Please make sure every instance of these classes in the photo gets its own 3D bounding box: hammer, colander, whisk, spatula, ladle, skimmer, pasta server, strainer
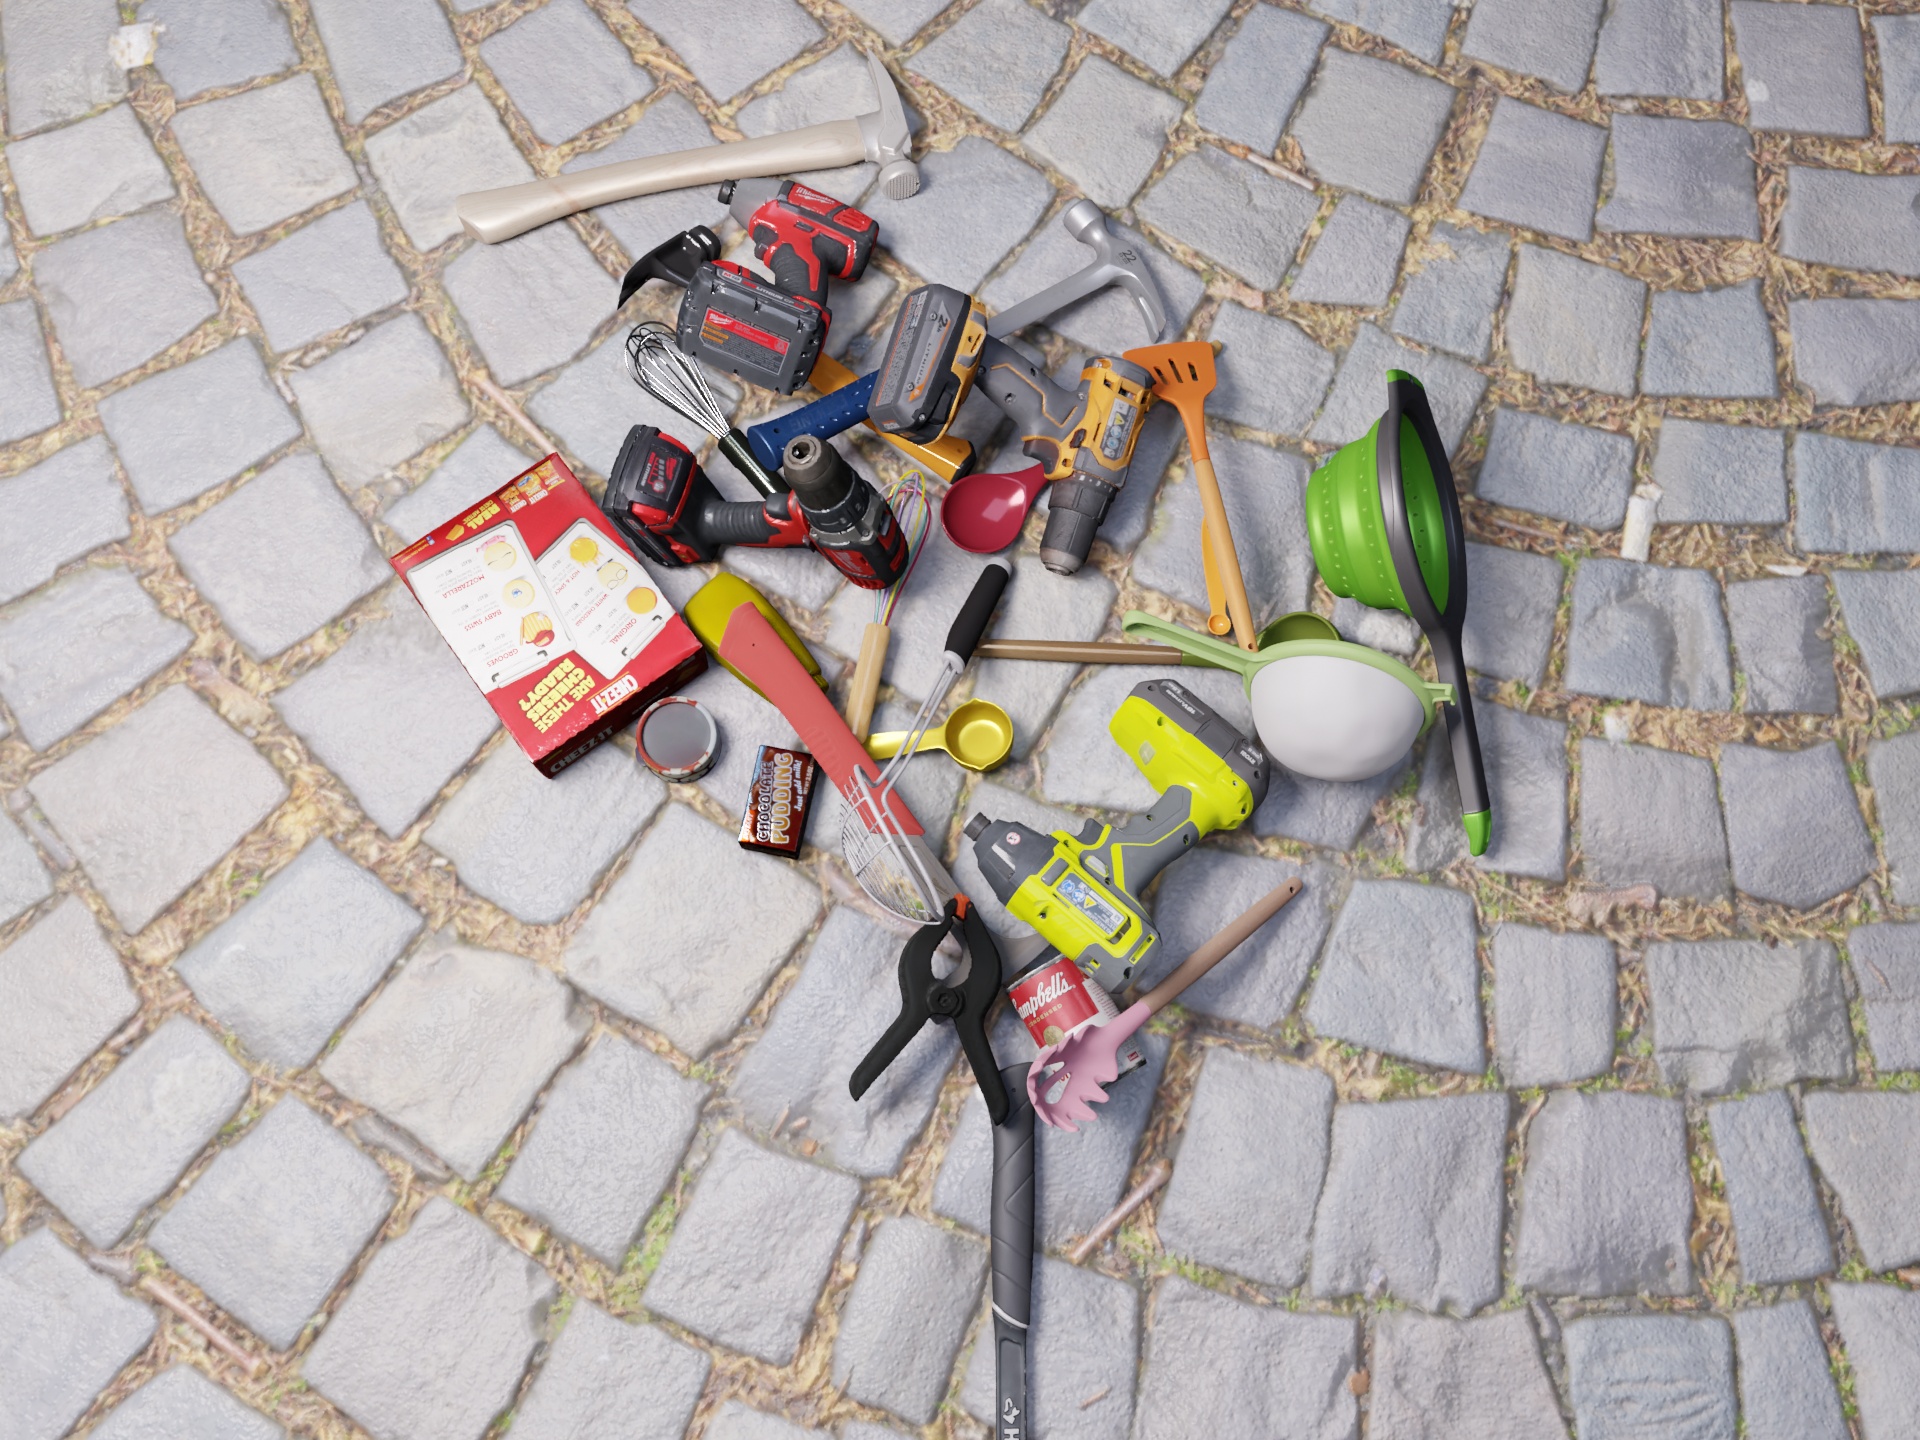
[{"bbox_3d":[0.001,-0.314,1.359,0.405,0.035,0.144,-32,78,-22],"label":"hammer"},{"bbox_3d":[0.358,-0.082,1.308,0.094,0.204,0.397,-10,89,30],"label":"colander"},{"bbox_3d":[0.042,0.459,1.167,0.149,0.036,0.409,2,73,-3],"label":"hammer"},{"bbox_3d":[-0.063,0.053,1.252,0.149,0.036,0.359,-36,88,-11],"label":"hammer"},{"bbox_3d":[-0.065,-0.097,1.325,0.047,0.051,0.245,5,73,22],"label":"whisk"},{"bbox_3d":[0.208,-0.190,1.335,0.081,0.041,0.323,-8,70,-5],"label":"spatula"},{"bbox_3d":[0.157,-0.056,1.314,0.320,0.062,0.078,2,86,1],"label":"ladle"},{"bbox_3d":[0.109,-0.244,1.383,0.315,0.031,0.069,-37,92,-14],"label":"ladle"},{"bbox_3d":[-0.133,-0.306,1.371,0.337,0.034,0.127,35,48,5],"label":"hammer"},{"bbox_3d":[-0.002,-0.004,1.221,0.090,0.127,0.363,-4,43,32],"label":"skimmer"},{"bbox_3d":[-0.205,-0.247,1.366,0.059,0.058,0.246,-44,81,22],"label":"whisk"},{"bbox_3d":[0.161,0.202,1.196,0.316,0.040,0.060,-32,96,-31],"label":"pasta server"},{"bbox_3d":[-0.251,-0.508,1.443,0.410,0.038,0.146,-13,73,-6],"label":"hammer"},{"bbox_3d":[0.239,-0.014,1.232,0.256,0.151,0.069,21,64,-6],"label":"strainer"}]

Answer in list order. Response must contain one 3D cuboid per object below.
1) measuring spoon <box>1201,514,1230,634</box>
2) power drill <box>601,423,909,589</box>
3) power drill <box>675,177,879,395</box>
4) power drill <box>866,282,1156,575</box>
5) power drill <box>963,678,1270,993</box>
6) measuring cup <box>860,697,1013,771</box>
[{"bbox_3d":[0.218,-0.126,1.362,0.021,0.011,0.117,0,70,-2],"label":"measuring spoon"},{"bbox_3d":[-0.164,-0.174,1.251,0.227,0.187,0.080,10,73,19],"label":"power drill"},{"bbox_3d":[-0.159,-0.383,1.347,0.143,0.078,0.220,22,46,-8],"label":"power drill"},{"bbox_3d":[0.041,-0.236,1.303,0.226,0.084,0.185,19,87,-25],"label":"power drill"},{"bbox_3d":[0.122,0.078,1.231,0.171,0.080,0.223,40,61,8],"label":"power drill"},{"bbox_3d":[-0.032,0.021,1.304,0.156,0.029,0.062,-8,69,8],"label":"measuring cup"}]
